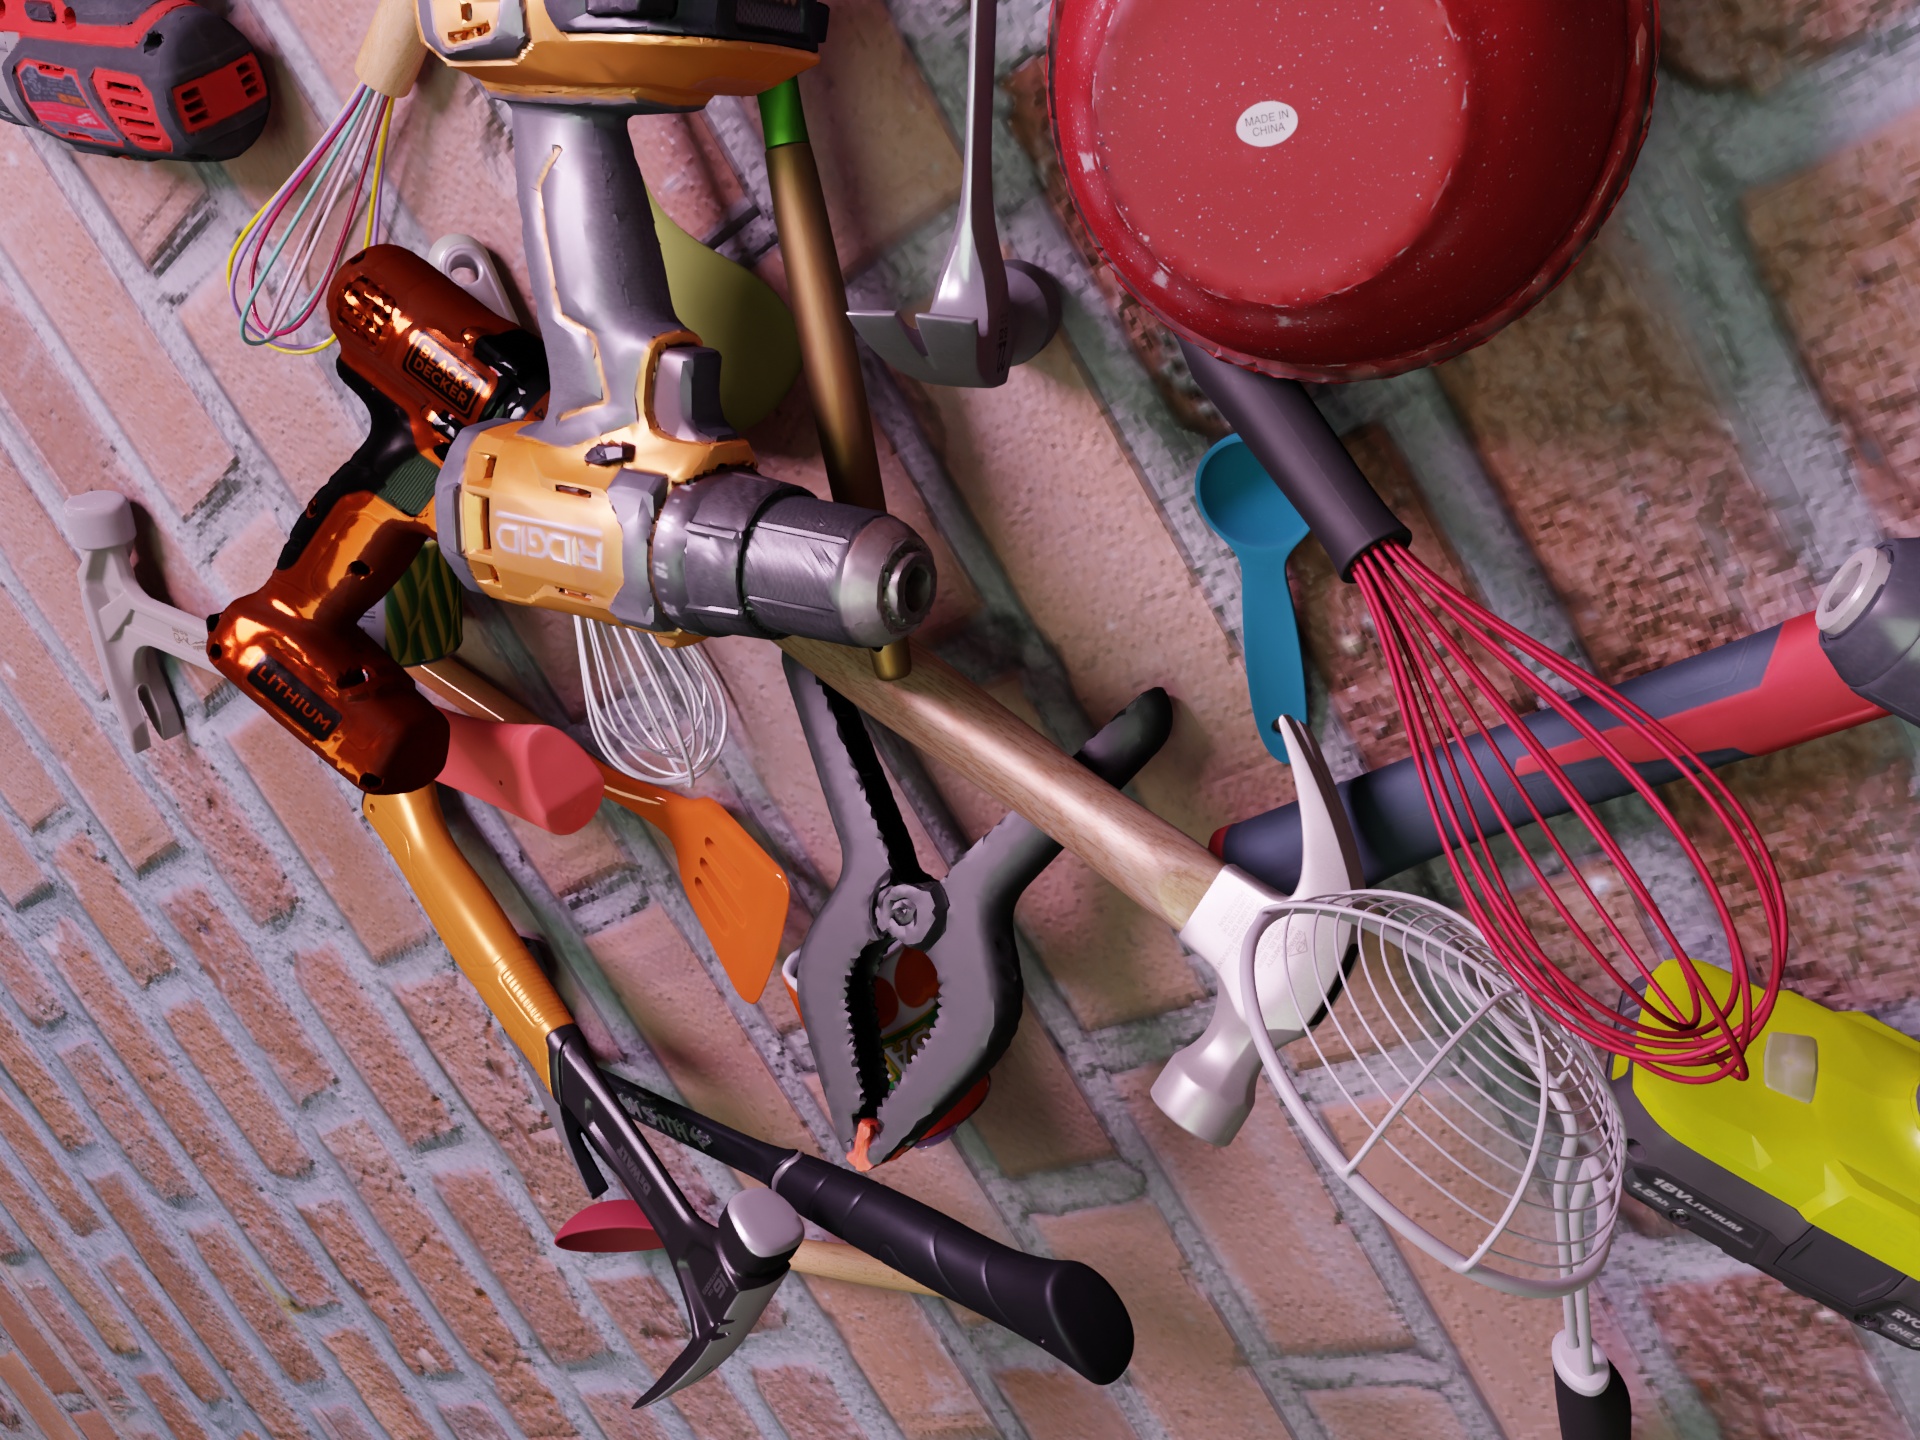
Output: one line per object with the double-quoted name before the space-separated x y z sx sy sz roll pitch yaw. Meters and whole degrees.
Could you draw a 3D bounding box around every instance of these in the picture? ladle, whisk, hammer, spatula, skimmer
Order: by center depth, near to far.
"hammer" 0.010 -0.288 0.412 0.035 0.144 0.405 7 112 11
"whisk" 0.128 -0.032 0.447 0.073 0.073 0.296 -51 56 38
"hammer" 0.230 -0.022 0.464 0.386 0.038 0.143 -24 100 38
"skimmer" 0.172 0.190 0.524 0.090 0.127 0.362 -18 130 7
"ladle" -0.130 -0.257 0.561 0.078 0.062 0.320 -8 103 31
"hammer" -0.001 -0.002 0.577 0.331 0.031 0.130 36 98 25
"whisk" -0.241 -0.238 0.630 0.047 0.051 0.245 48 126 7
"whisk" -0.161 -0.084 0.662 0.246 0.058 0.059 67 162 -9
"hammer" -0.088 0.204 0.714 0.409 0.036 0.149 9 123 45
"hammer" -0.195 0.148 0.739 0.337 0.034 0.127 47 123 28
"spatula" -0.203 0.012 0.741 0.323 0.041 0.081 31 128 15
"hammer" -0.314 -0.006 0.777 0.359 0.037 0.149 18 124 29
"ladle" -0.075 0.273 0.807 0.315 0.031 0.069 -2 157 28

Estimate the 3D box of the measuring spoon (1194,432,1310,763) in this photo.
"measuring spoon" 0.108 -0.042 0.544 0.042 0.021 0.128 7 127 28

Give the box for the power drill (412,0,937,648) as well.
"power drill" -0.086 -0.133 0.489 0.185 0.084 0.226 14 111 31

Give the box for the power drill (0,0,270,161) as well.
"power drill" -0.385 -0.336 0.624 0.188 0.080 0.226 16 136 22

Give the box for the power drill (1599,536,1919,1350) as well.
"power drill" 0.274 0.065 0.424 0.190 0.080 0.228 28 137 7

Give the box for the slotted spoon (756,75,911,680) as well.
"slotted spoon" -0.051 -0.165 0.531 0.070 0.031 0.313 -2 105 35
